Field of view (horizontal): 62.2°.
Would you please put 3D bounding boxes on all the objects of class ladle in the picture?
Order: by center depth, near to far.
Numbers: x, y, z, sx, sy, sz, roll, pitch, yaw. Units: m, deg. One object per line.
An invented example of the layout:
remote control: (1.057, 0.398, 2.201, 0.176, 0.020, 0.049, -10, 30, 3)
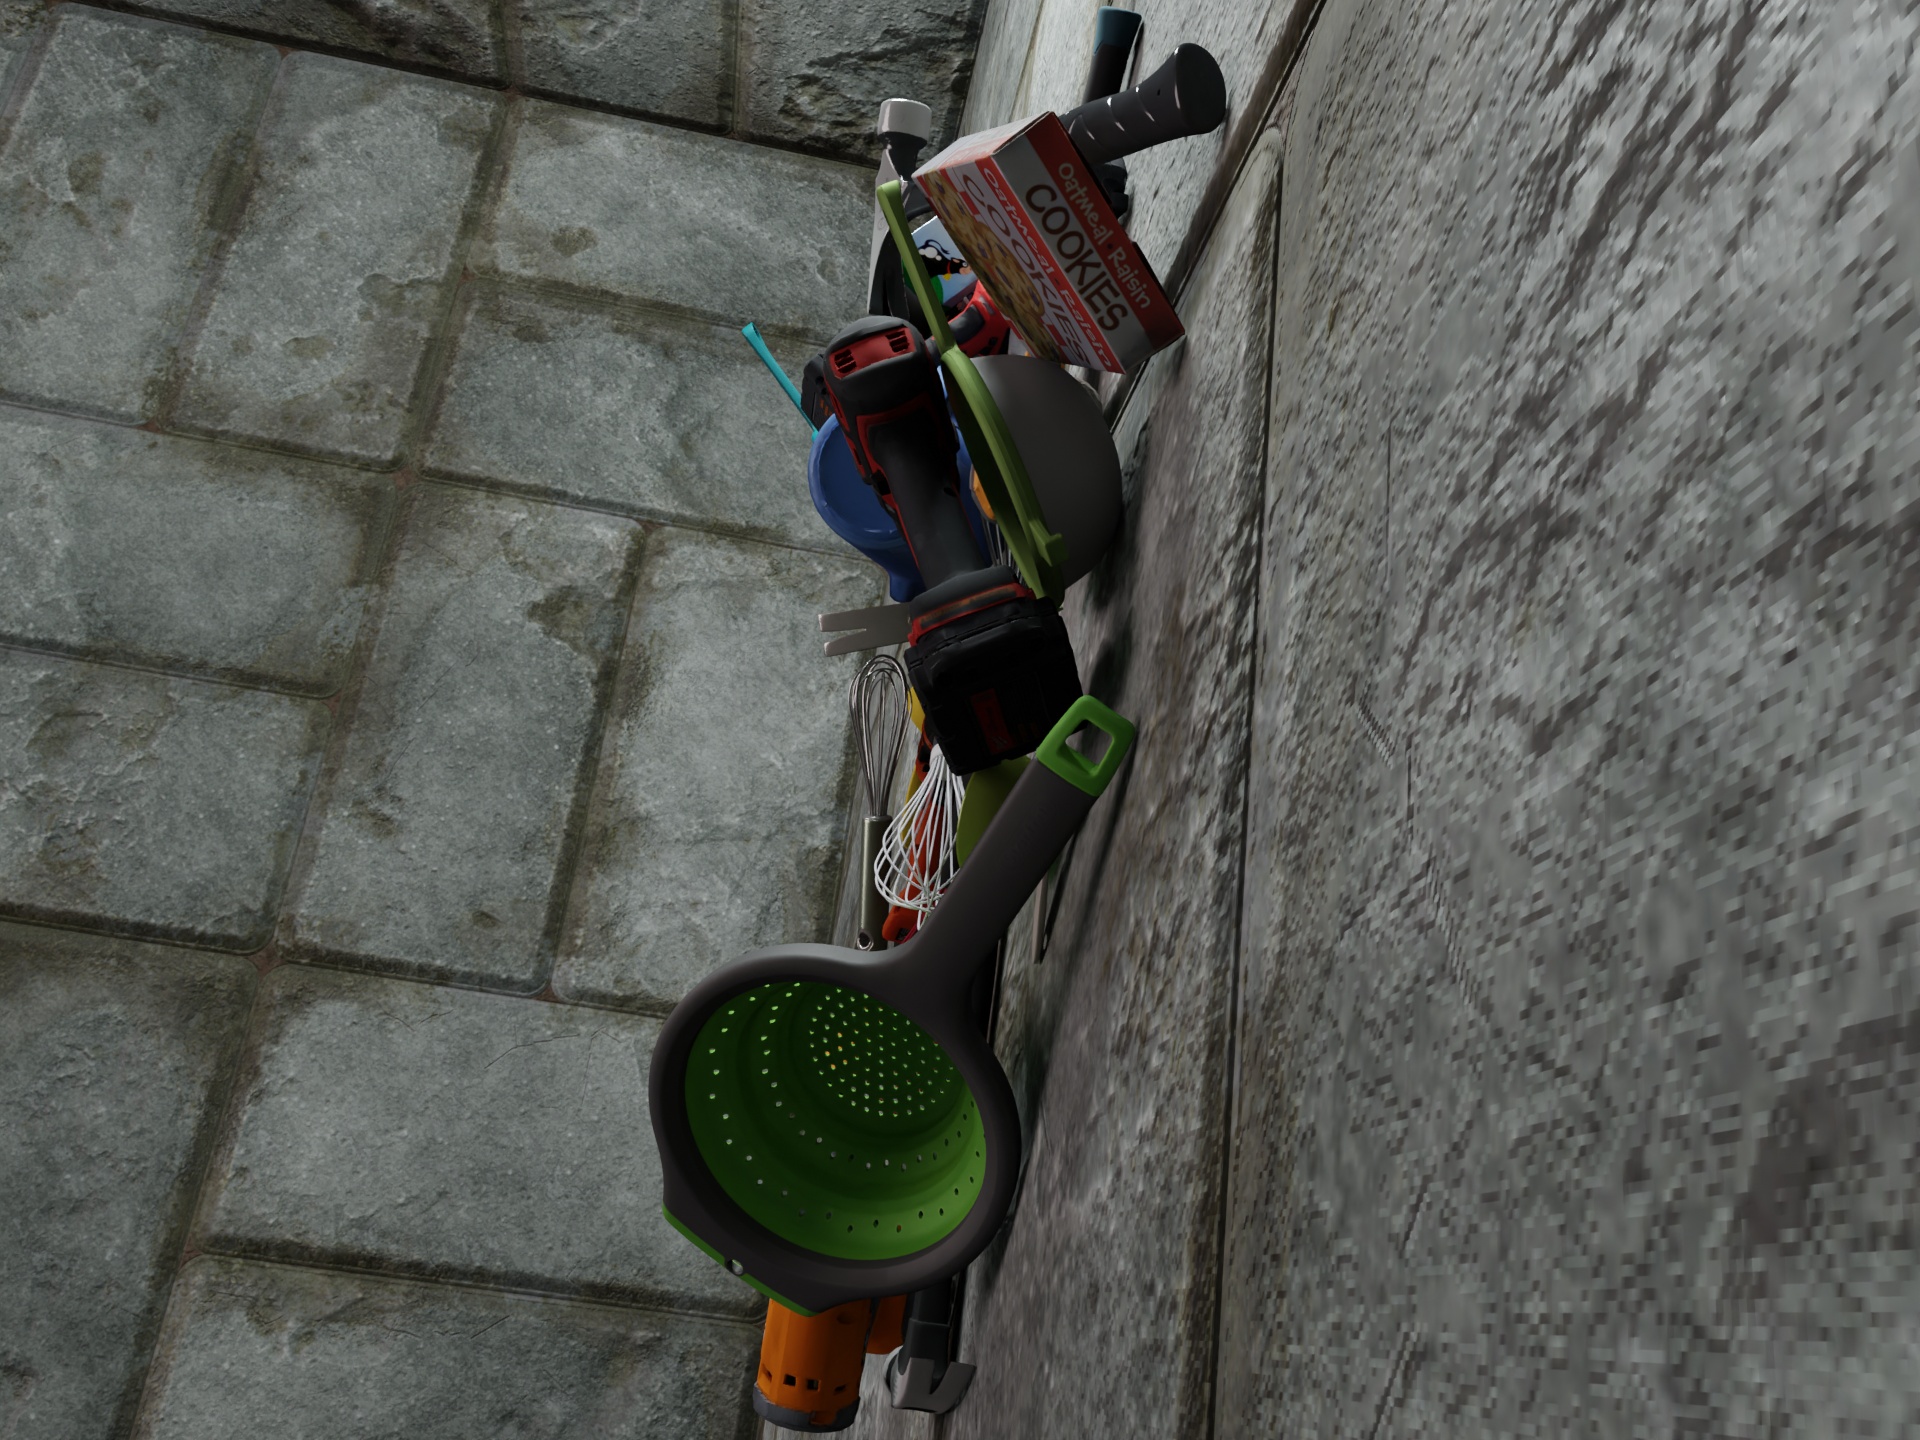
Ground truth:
ladle: (-0.002, -0.003, 0.988, 0.320, 0.062, 0.078, -114, 18, -60)

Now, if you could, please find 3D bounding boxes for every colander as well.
colander: (-0.018, 0.138, 0.834, 0.397, 0.204, 0.094, -58, -4, 24)

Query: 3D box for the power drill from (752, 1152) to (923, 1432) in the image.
power drill: (-0.072, 0.343, 1.020, 0.226, 0.084, 0.164, 63, -144, -79)

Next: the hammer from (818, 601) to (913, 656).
hammer: (-0.034, -0.079, 1.355, 0.410, 0.146, 0.038, -134, 34, -88)

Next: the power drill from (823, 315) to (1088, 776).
power drill: (-0.006, -0.087, 0.871, 0.187, 0.080, 0.227, 68, -179, -63)

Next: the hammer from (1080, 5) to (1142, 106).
hammer: (0.076, -0.348, 1.165, 0.128, 0.033, 0.330, -89, 11, -58)

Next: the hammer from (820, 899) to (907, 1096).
hammer: (-0.072, 0.237, 1.267, 0.337, 0.034, 0.127, -34, -45, -81)

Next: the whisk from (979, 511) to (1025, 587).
whisk: (0.032, -0.086, 1.106, 0.055, 0.055, 0.239, 121, 154, -73)

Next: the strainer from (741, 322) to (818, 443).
strainer: (-0.083, -0.275, 1.558, 0.095, 0.340, 0.211, -37, -5, 7)

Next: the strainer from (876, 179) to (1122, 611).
strainer: (0.028, -0.188, 0.866, 0.151, 0.069, 0.256, 71, 178, -82)

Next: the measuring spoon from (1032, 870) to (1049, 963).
measuring spoon: (0.051, 0.078, 0.839, 0.034, 0.018, 0.124, -91, 6, -60)

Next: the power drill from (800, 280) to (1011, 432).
power drill: (-0.021, -0.306, 1.316, 0.219, 0.078, 0.143, -36, -2, -11)

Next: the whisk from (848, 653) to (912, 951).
whisk: (-0.066, 0.070, 1.275, 0.058, 0.059, 0.246, 6, 95, 41)

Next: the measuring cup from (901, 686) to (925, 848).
measuring cup: (-0.024, 0.032, 1.338, 0.029, 0.062, 0.157, 152, 132, -68)

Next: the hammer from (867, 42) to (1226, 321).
hammer: (0.031, -0.324, 0.935, 0.409, 0.036, 0.149, -160, 76, -64)

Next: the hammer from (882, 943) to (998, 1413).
hammer: (-0.002, 0.238, 0.958, 0.146, 0.035, 0.335, 115, 164, -70)

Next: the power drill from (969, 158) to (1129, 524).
power drill: (0.055, -0.250, 1.009, 0.185, 0.084, 0.226, 147, 129, -78)

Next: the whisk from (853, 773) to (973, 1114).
whisk: (-0.014, 0.135, 1.118, 0.073, 0.073, 0.296, -141, 67, -83)

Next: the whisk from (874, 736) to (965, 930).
whisk: (-0.009, 0.042, 1.028, 0.285, 0.070, 0.070, -83, 5, -62)
